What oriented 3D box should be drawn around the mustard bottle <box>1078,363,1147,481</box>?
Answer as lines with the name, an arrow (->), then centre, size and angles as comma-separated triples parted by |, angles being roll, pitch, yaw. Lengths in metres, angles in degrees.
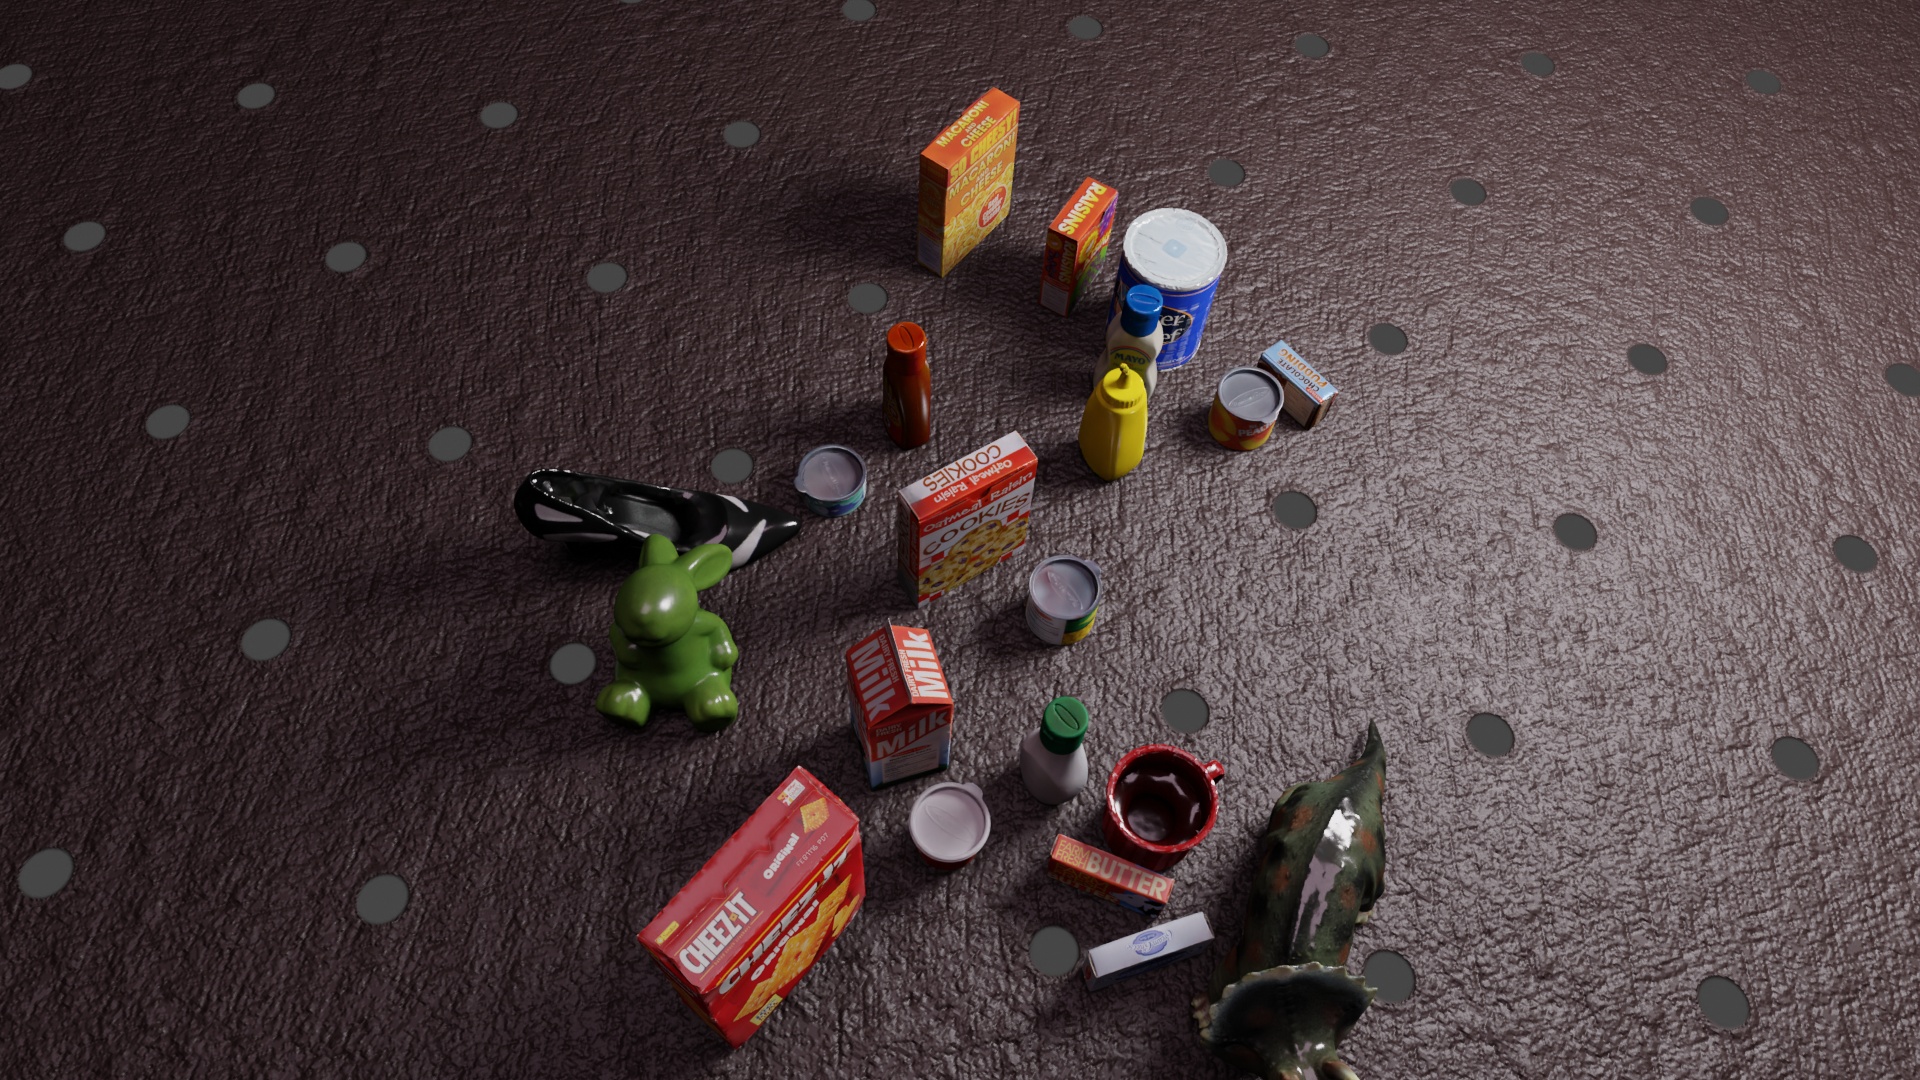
mustard bottle -> 0.150, -0.120, 1.329 | 0.049, 0.159, 0.065 | -30, 66, -17

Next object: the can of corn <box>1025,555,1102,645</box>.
can of corn -> 0.097, 0.055, 1.286 | 0.071, 0.058, 0.071 | 1, 61, -2

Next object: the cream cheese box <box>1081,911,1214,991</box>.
cream cheese box -> 0.151, 0.335, 1.133 | 0.104, 0.053, 0.024 | -15, 63, -11

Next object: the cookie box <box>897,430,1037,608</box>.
cookie box -> 0.004, -0.016, 1.259 | 0.123, 0.166, 0.040 | -29, 66, -17

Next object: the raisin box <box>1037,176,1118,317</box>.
raisin box -> 0.122, -0.306, 1.454 | 0.040, 0.122, 0.086 | 30, 64, 13

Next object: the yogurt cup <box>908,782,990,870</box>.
yogurt cup -> -0.010, 0.245, 1.175 | 0.072, 0.053, 0.073 | 1, 61, -2

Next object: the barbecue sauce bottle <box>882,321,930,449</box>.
barbecue sauce bottle -> -0.052, -0.152, 1.345 | 0.044, 0.147, 0.065 | -20, 64, -13

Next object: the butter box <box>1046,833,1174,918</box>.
butter box -> 0.123, 0.282, 1.162 | 0.103, 0.053, 0.024 | 20, 62, 9

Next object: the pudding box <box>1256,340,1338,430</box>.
pudding box -> 0.342, -0.160, 1.424 | 0.030, 0.049, 0.084 | -35, 68, -20

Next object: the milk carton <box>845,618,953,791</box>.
milk carton -> -0.051, 0.136, 1.157 | 0.073, 0.189, 0.072 | -15, 63, -10

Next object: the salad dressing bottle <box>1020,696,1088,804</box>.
salad dressing bottle -> 0.081, 0.176, 1.166 | 0.044, 0.147, 0.064 | -35, 68, -20

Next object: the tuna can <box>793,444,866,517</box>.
tuna can -> -0.127, -0.057, 1.353 | 0.071, 0.032, 0.071 | 1, 60, -2

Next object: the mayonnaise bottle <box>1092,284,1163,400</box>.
mayonnaise bottle -> 0.171, -0.193, 1.379 | 0.065, 0.147, 0.041 | 13, 61, 5

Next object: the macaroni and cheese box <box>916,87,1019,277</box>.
macaroni and cheese box -> 0.006, -0.375, 1.464 | 0.040, 0.165, 0.124 | 35, 65, 16

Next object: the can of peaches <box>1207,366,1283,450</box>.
can of peaches -> 0.288, -0.130, 1.401 | 0.071, 0.057, 0.071 | 1, 61, -2
